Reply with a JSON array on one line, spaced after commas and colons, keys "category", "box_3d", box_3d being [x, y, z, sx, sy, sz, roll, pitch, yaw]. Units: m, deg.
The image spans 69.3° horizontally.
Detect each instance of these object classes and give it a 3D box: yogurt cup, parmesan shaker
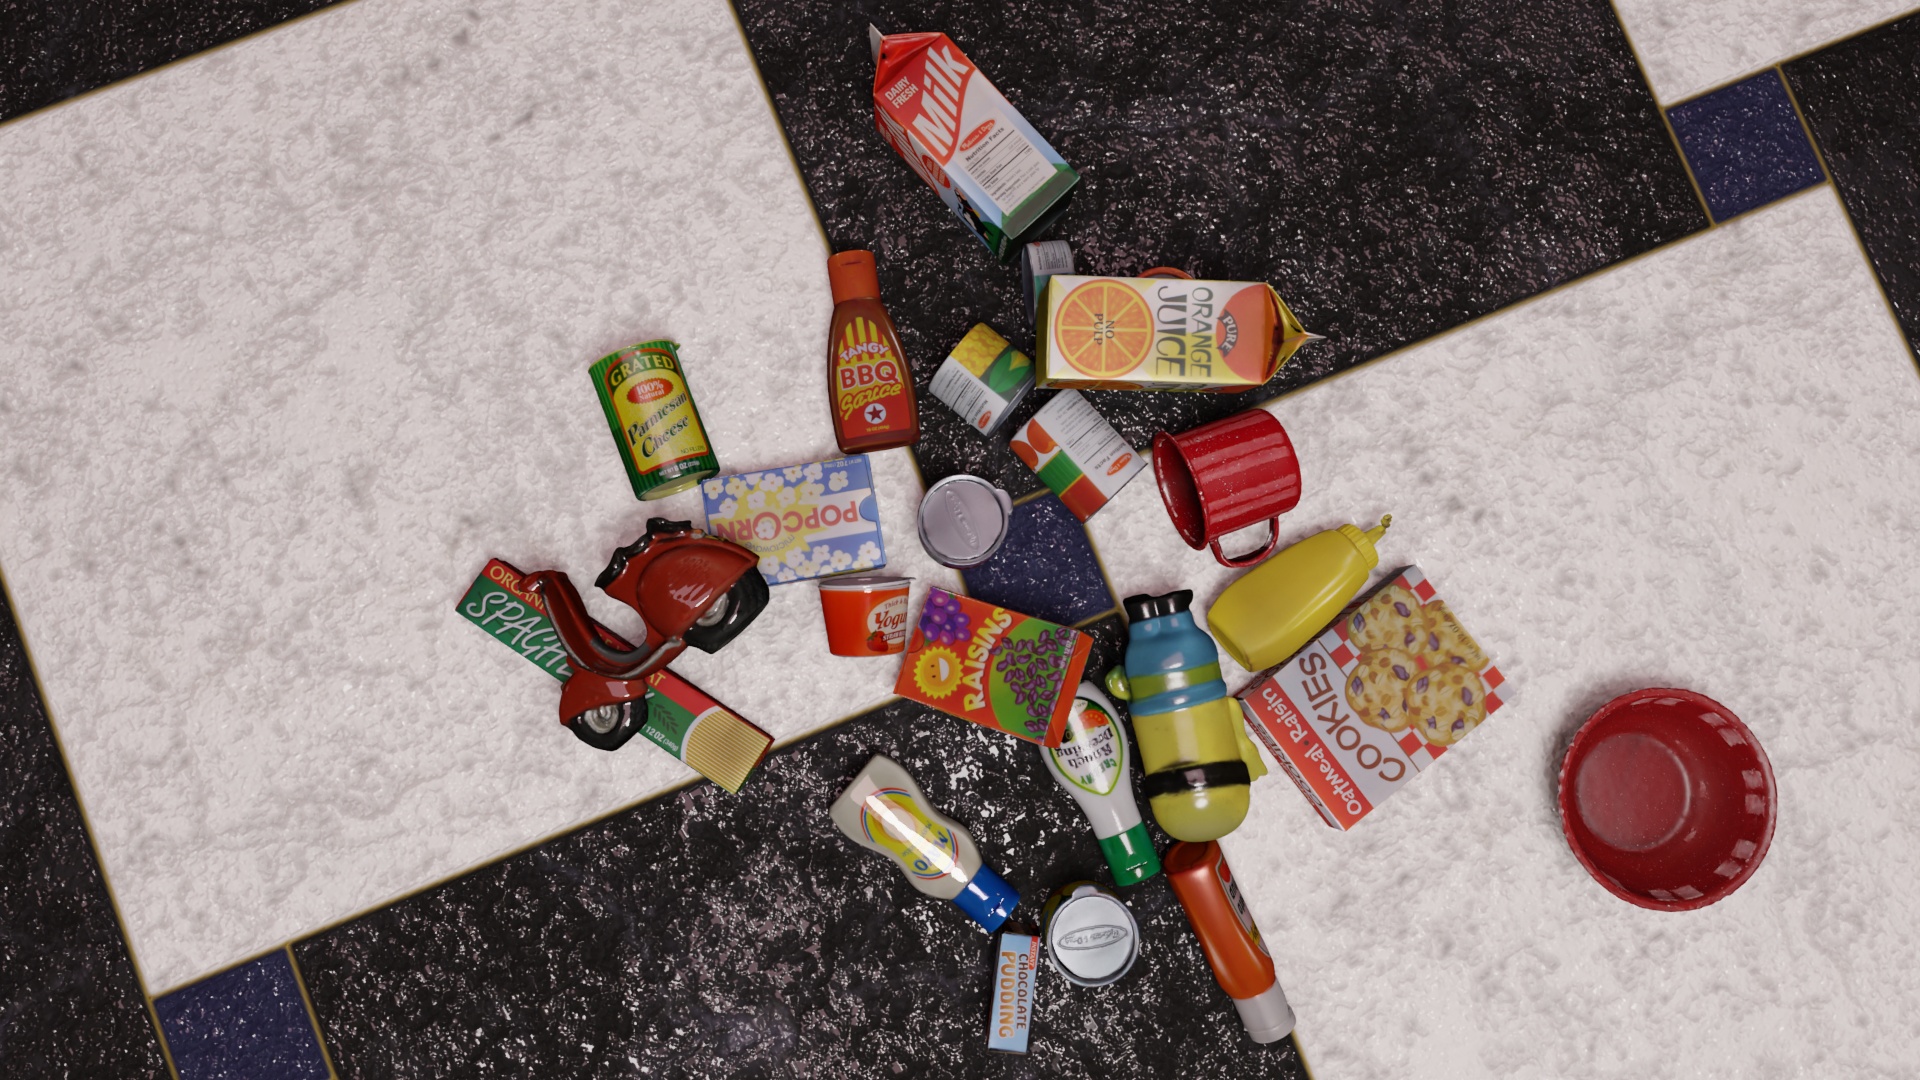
[{"category": "yogurt cup", "box_3d": [-0.069, 0.056, 1.017, 0.072, 0.072, 0.054, -2, 93, -2]}, {"category": "parmesan shaker", "box_3d": [-0.222, -0.089, 1.024, 0.071, 0.071, 0.103, -21, 86, -4]}]

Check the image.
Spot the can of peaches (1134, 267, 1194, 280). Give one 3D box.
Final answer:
[{"category": "can of peaches", "box_3d": [0.147, -0.169, 1.048, 0.071, 0.058, 0.071, 0, 85, -2]}]

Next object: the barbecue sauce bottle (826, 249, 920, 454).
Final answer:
[{"category": "barbecue sauce bottle", "box_3d": [-0.072, -0.142, 1.045, 0.065, 0.043, 0.148, -9, 85, -2]}]

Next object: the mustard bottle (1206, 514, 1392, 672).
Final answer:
[{"category": "mustard bottle", "box_3d": [0.261, 0.032, 1.033, 0.160, 0.048, 0.065, -35, 54, -7]}]

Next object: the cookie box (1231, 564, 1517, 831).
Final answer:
[{"category": "cookie box", "box_3d": [0.306, 0.117, 1.036, 0.167, 0.040, 0.123, -37, 87, -6]}]

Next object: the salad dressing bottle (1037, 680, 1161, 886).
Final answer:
[{"category": "salad dressing bottle", "box_3d": [0.103, 0.178, 1.021, 0.064, 0.044, 0.147, -23, 86, -2]}]

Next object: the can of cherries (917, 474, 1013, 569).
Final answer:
[{"category": "can of cherries", "box_3d": [0.004, -0.013, 1.028, 0.071, 0.058, 0.071, 0, 84, -2]}]

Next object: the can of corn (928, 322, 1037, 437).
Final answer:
[{"category": "can of corn", "box_3d": [0.020, -0.121, 1.036, 0.058, 0.071, 0.071, 39, 85, 2]}]

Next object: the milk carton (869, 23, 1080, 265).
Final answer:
[{"category": "milk carton", "box_3d": [-0.003, -0.308, 1.049, 0.073, 0.072, 0.190, -43, 89, -5]}]

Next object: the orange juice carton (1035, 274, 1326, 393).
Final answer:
[{"category": "orange juice carton", "box_3d": [0.153, -0.143, 0.979, 0.193, 0.072, 0.073, 1, 90, -3]}]

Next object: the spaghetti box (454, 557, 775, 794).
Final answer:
[{"category": "spaghetti box", "box_3d": [-0.255, 0.099, 1.023, 0.250, 0.028, 0.050, 33, 84, 1]}]

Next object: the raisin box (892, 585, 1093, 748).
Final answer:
[{"category": "raisin box", "box_3d": [0.023, 0.091, 1.005, 0.123, 0.040, 0.086, 16, 85, 25]}]

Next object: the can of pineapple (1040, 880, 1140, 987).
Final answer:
[{"category": "can of pineapple", "box_3d": [0.093, 0.281, 1.004, 0.071, 0.058, 0.071, 0, 85, -2]}]

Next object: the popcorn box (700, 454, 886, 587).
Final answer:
[{"category": "popcorn box", "box_3d": [-0.124, -0.011, 1.034, 0.127, 0.038, 0.085, -10, 84, -3]}]

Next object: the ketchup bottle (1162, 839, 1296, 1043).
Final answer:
[{"category": "ketchup bottle", "box_3d": [0.196, 0.290, 1.007, 0.043, 0.065, 0.148, -25, 95, 12]}]

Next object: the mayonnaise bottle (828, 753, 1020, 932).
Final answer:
[{"category": "mayonnaise bottle", "box_3d": [-0.023, 0.224, 1.013, 0.148, 0.041, 0.065, 40, 83, 2]}]

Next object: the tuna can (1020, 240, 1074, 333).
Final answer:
[{"category": "tuna can", "box_3d": [0.066, -0.189, 1.045, 0.033, 0.071, 0.071, -6, 85, -3]}]

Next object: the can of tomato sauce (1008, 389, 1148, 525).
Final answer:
[{"category": "can of tomato sauce", "box_3d": [0.086, -0.063, 1.033, 0.071, 0.071, 0.083, -43, 87, -5]}]

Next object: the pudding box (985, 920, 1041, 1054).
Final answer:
[{"category": "pudding box", "box_3d": [0.038, 0.322, 1.002, 0.030, 0.049, 0.084, 8, 84, 1]}]
